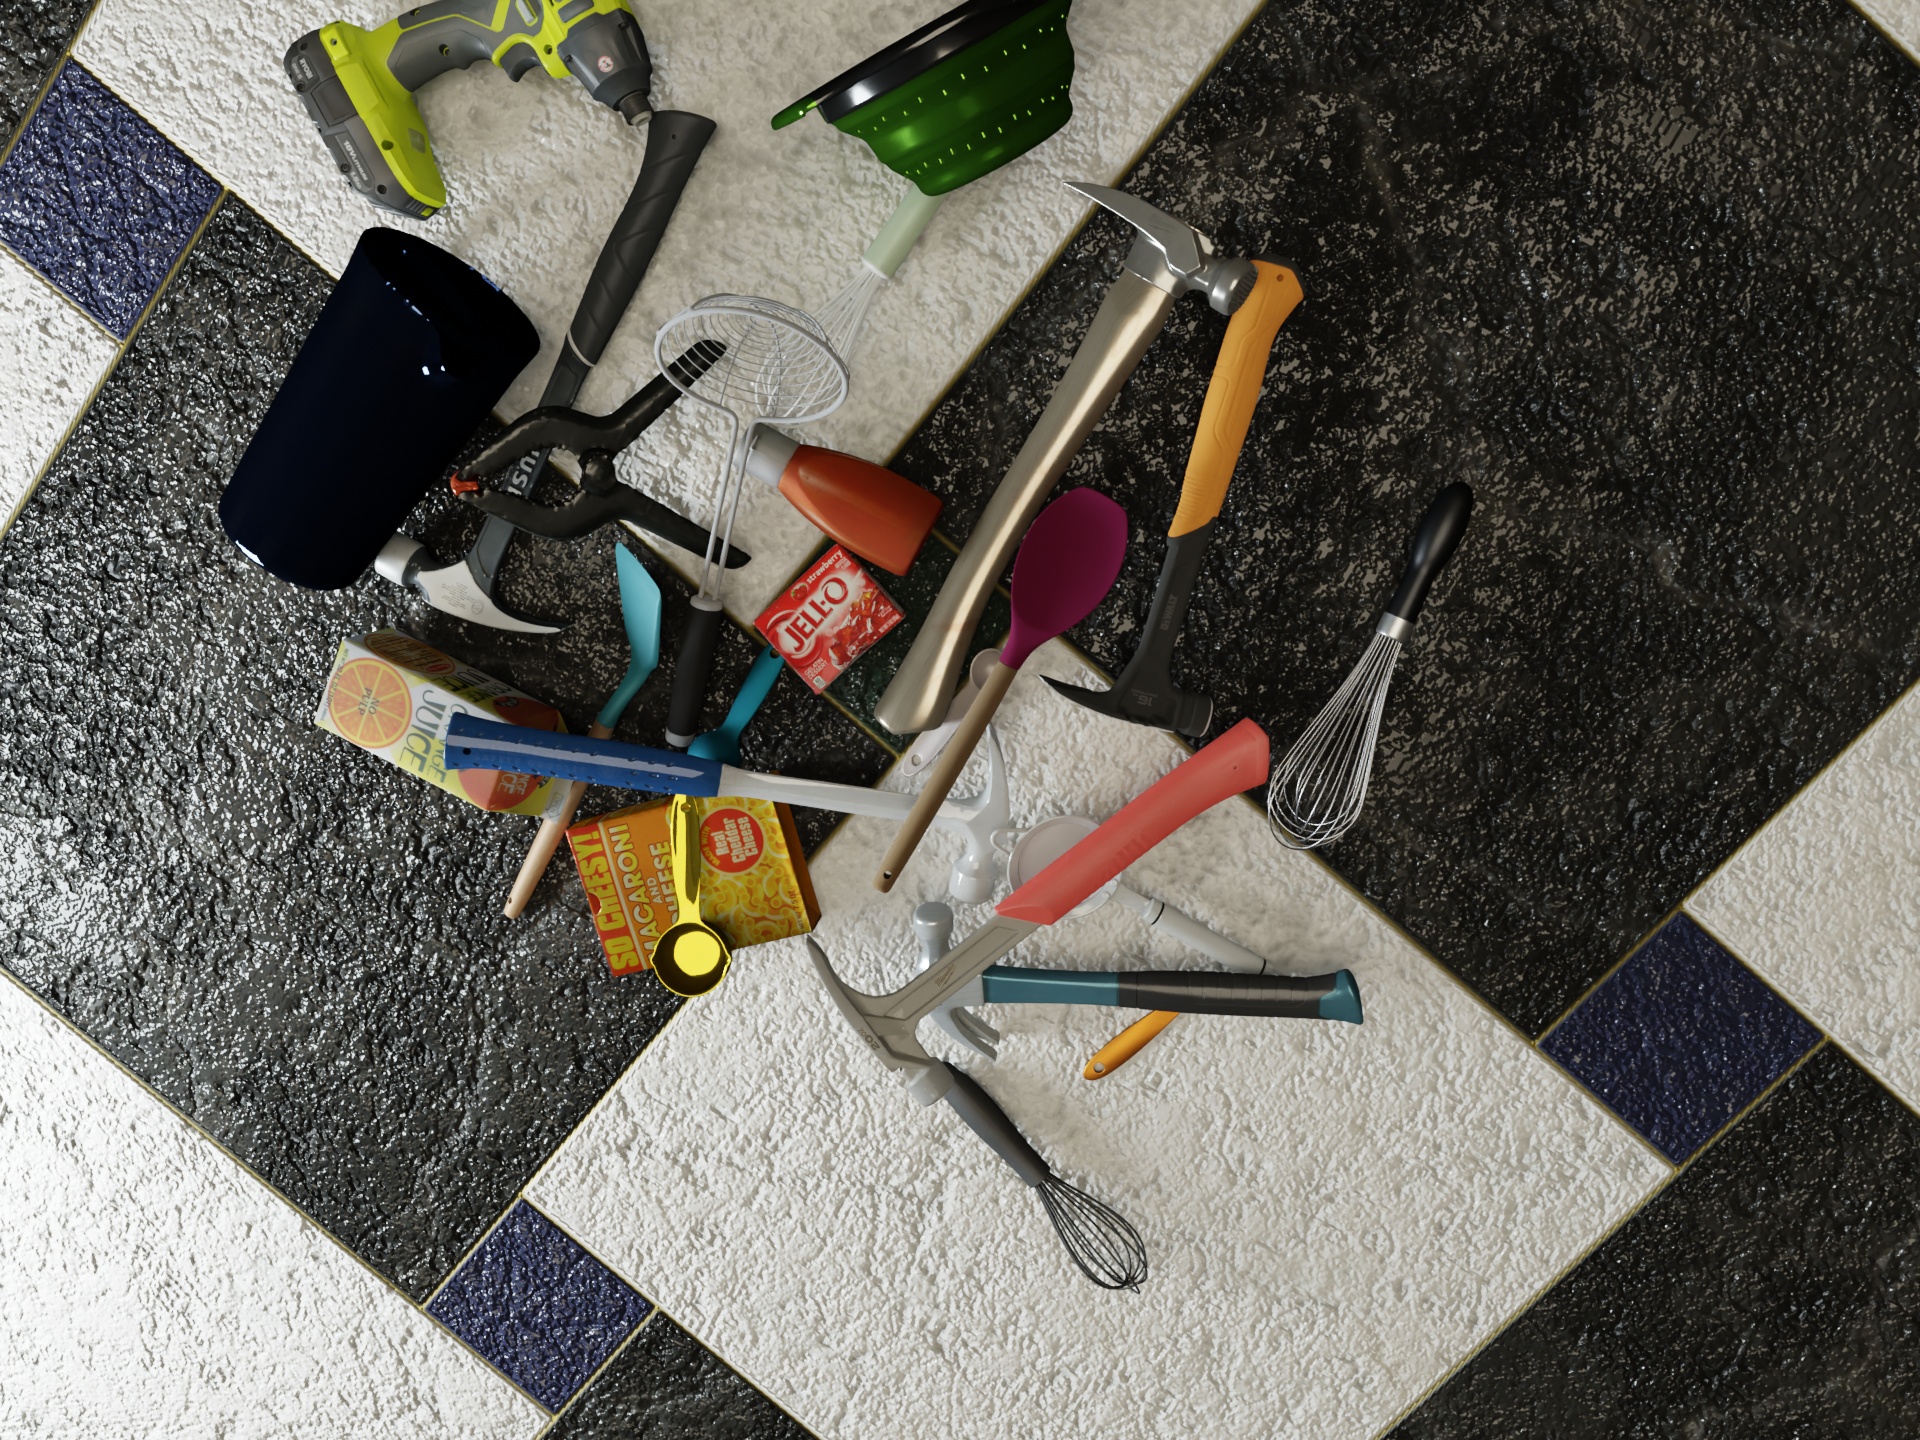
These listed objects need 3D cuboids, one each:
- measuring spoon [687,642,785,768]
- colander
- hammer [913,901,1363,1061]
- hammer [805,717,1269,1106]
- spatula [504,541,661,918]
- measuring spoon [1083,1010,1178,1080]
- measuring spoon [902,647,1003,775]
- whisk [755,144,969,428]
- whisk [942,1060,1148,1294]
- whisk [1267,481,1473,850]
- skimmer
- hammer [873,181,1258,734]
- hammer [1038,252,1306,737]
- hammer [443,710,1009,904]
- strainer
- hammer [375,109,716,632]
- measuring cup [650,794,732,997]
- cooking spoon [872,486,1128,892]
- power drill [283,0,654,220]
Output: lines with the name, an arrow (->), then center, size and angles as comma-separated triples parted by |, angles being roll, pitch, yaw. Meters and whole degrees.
measuring spoon -> -0.165, -0.008, 1.189 | 0.042, 0.021, 0.128 | 31, 94, 10
colander -> 0.073, -0.443, 1.017 | 0.397, 0.205, 0.094 | -32, 112, -6
hammer -> 0.132, 0.200, 1.184 | 0.331, 0.033, 0.128 | 1, 118, 8
hammer -> 0.068, 0.110, 1.137 | 0.359, 0.037, 0.149 | -38, 95, -3
spatula -> -0.290, 0.021, 1.208 | 0.082, 0.044, 0.317 | 45, 113, 41
measuring spoon -> 0.139, 0.242, 1.224 | 0.117, 0.011, 0.021 | -41, 95, 13
measuring spoon -> -0.002, -0.004, 1.187 | 0.034, 0.018, 0.124 | 49, 112, 21
whisk -> -0.063, -0.309, 1.113 | 0.059, 0.058, 0.246 | 29, 104, -36
whisk -> 0.061, 0.357, 1.242 | 0.055, 0.055, 0.239 | -42, 91, 13
whisk -> 0.292, -0.037, 1.124 | 0.070, 0.070, 0.284 | 23, 99, 1
skimmer -> -0.168, -0.122, 1.097 | 0.127, 0.090, 0.363 | 12, 120, -9
hammer -> 0.040, -0.171, 1.124 | 0.146, 0.038, 0.410 | 36, 108, 16
hammer -> 0.161, -0.159, 1.110 | 0.127, 0.034, 0.337 | 13, 102, -16
hammer -> -0.161, 0.039, 1.147 | 0.405, 0.035, 0.144 | 9, 114, -7
strainer -> 0.136, 0.139, 1.188 | 0.258, 0.050, 0.087 | 30, 108, -6
hammer -> -0.279, -0.250, 1.154 | 0.149, 0.036, 0.409 | 29, 104, -1
measuring cup -> -0.201, 0.128, 1.195 | 0.062, 0.029, 0.156 | -2, 91, 6
cooking spoon -> 0.020, -0.017, 1.108 | 0.068, 0.017, 0.319 | 29, 98, -5
power drill -> -0.330, -0.448, 1.093 | 0.223, 0.080, 0.171 | -27, 95, 9
